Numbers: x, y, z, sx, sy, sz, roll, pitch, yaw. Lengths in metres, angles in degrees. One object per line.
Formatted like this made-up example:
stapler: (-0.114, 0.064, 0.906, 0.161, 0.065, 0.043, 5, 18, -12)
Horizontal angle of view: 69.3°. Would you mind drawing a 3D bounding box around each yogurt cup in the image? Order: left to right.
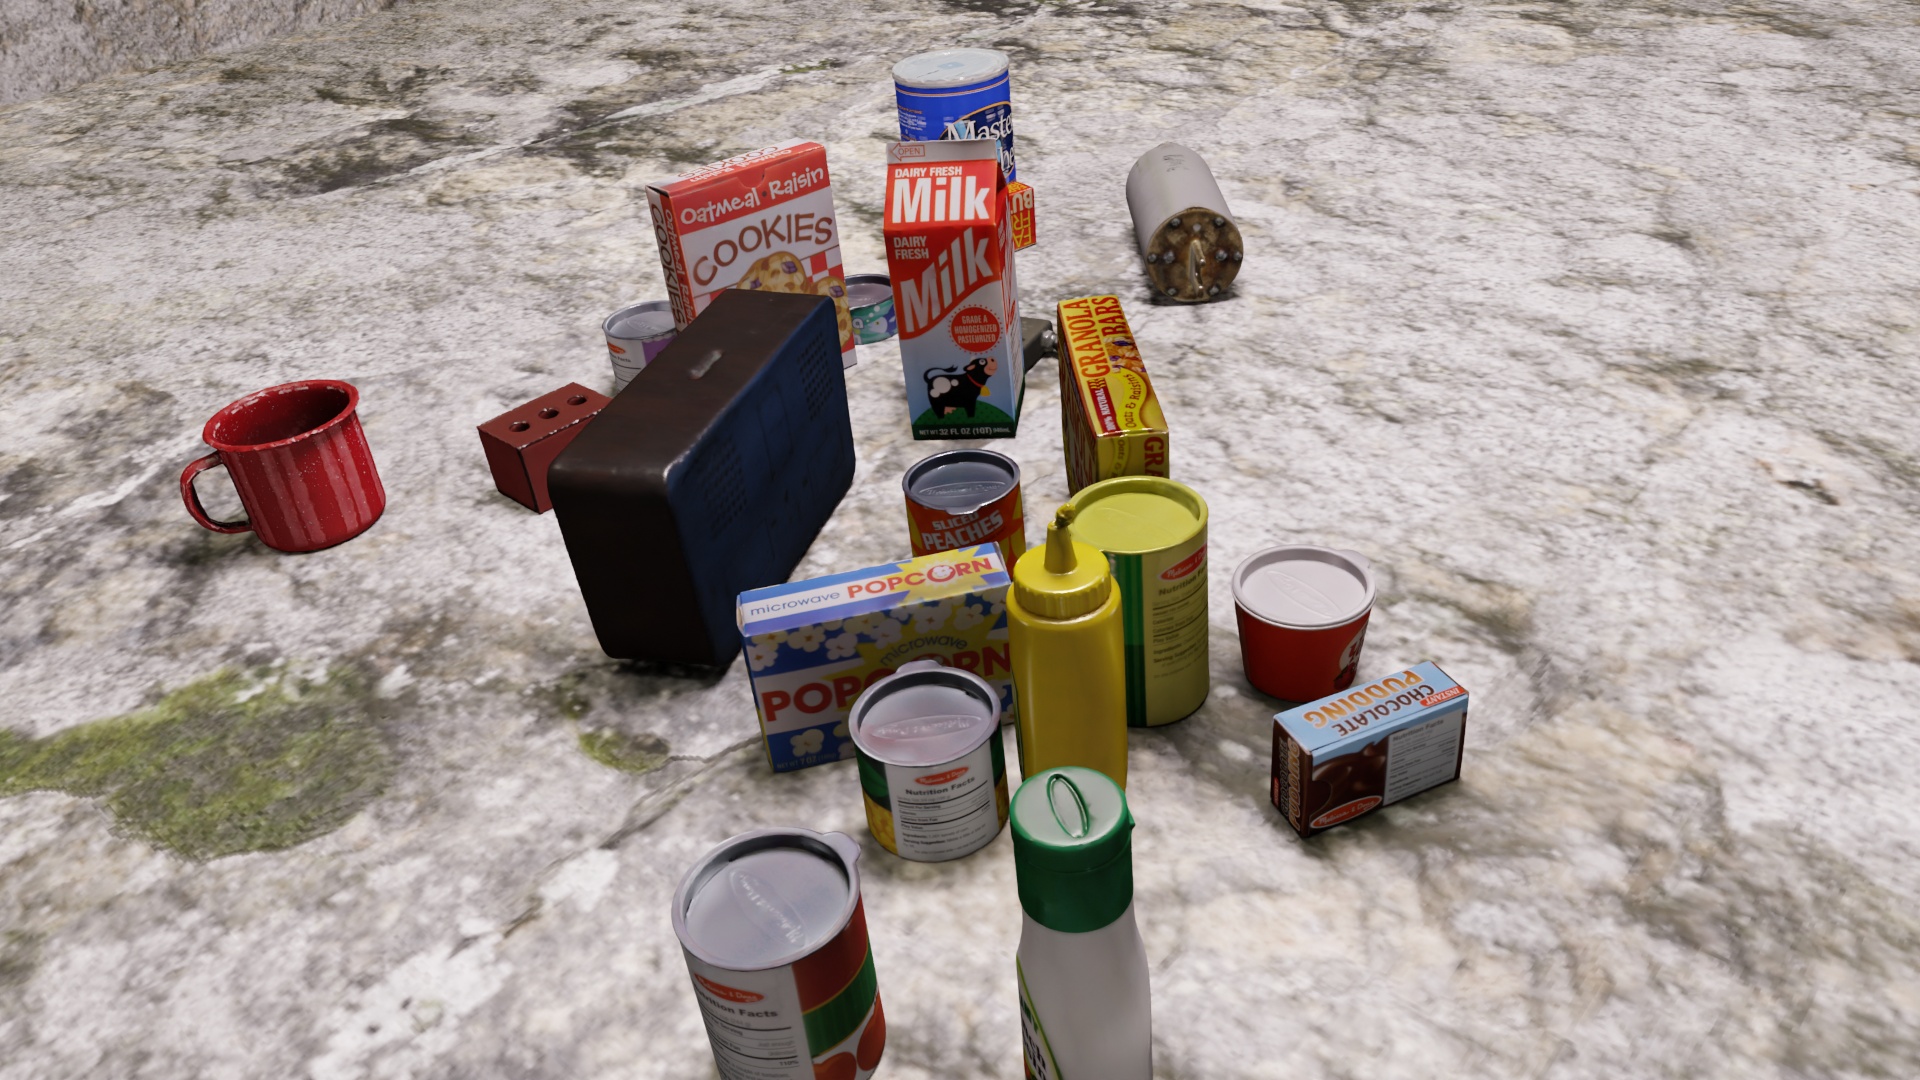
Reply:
yogurt cup: (0.166, 0.042, 0.677, 0.072, 0.053, 0.073, -4, 33, 3)

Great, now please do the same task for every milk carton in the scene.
milk carton: (-0.003, -0.165, 0.900, 0.072, 0.189, 0.074, 0, 33, 9)

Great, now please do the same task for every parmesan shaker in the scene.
parmesan shaker: (0.083, 0.031, 0.662, 0.071, 0.102, 0.072, -4, 33, 3)

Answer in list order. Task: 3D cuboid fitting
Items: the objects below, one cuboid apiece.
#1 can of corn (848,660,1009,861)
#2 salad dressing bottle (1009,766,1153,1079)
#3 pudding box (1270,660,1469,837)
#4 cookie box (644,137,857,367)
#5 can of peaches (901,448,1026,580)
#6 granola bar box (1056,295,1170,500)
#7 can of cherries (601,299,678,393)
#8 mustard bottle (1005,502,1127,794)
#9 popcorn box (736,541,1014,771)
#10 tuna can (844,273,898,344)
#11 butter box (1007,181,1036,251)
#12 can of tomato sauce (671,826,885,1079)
can of corn: (-0.013, 0.097, 0.617, 0.071, 0.058, 0.071, -4, 33, 3)
salad dressing bottle: (0.040, 0.140, 0.459, 0.044, 0.147, 0.064, -11, 33, -7)
pudding box: (0.177, 0.090, 0.604, 0.084, 0.049, 0.030, -17, 34, -16)
cookie box: (-0.141, -0.183, 0.971, 0.123, 0.166, 0.040, -28, 38, -30)
can of peaches: (0.003, -0.010, 0.780, 0.071, 0.057, 0.071, -4, 33, 3)
granola bar box: (0.082, -0.044, 0.759, 0.039, 0.123, 0.166, -6, 33, 0)
can of cherries: (-0.220, -0.137, 1.014, 0.071, 0.058, 0.072, -4, 33, 3)
mustard bottle: (0.045, 0.050, 0.586, 0.049, 0.159, 0.065, -4, 33, 4)
popcorn box: (-0.037, 0.056, 0.660, 0.127, 0.084, 0.038, -11, 33, -8)
tuna can: (-0.078, -0.179, 1.079, 0.071, 0.032, 0.071, -4, 33, 3)
butter box: (0.017, -0.264, 1.176, 0.104, 0.052, 0.024, -26, 37, -28)
can of tomato sauce: (-0.063, 0.157, 0.510, 0.071, 0.082, 0.071, -4, 33, 3)
